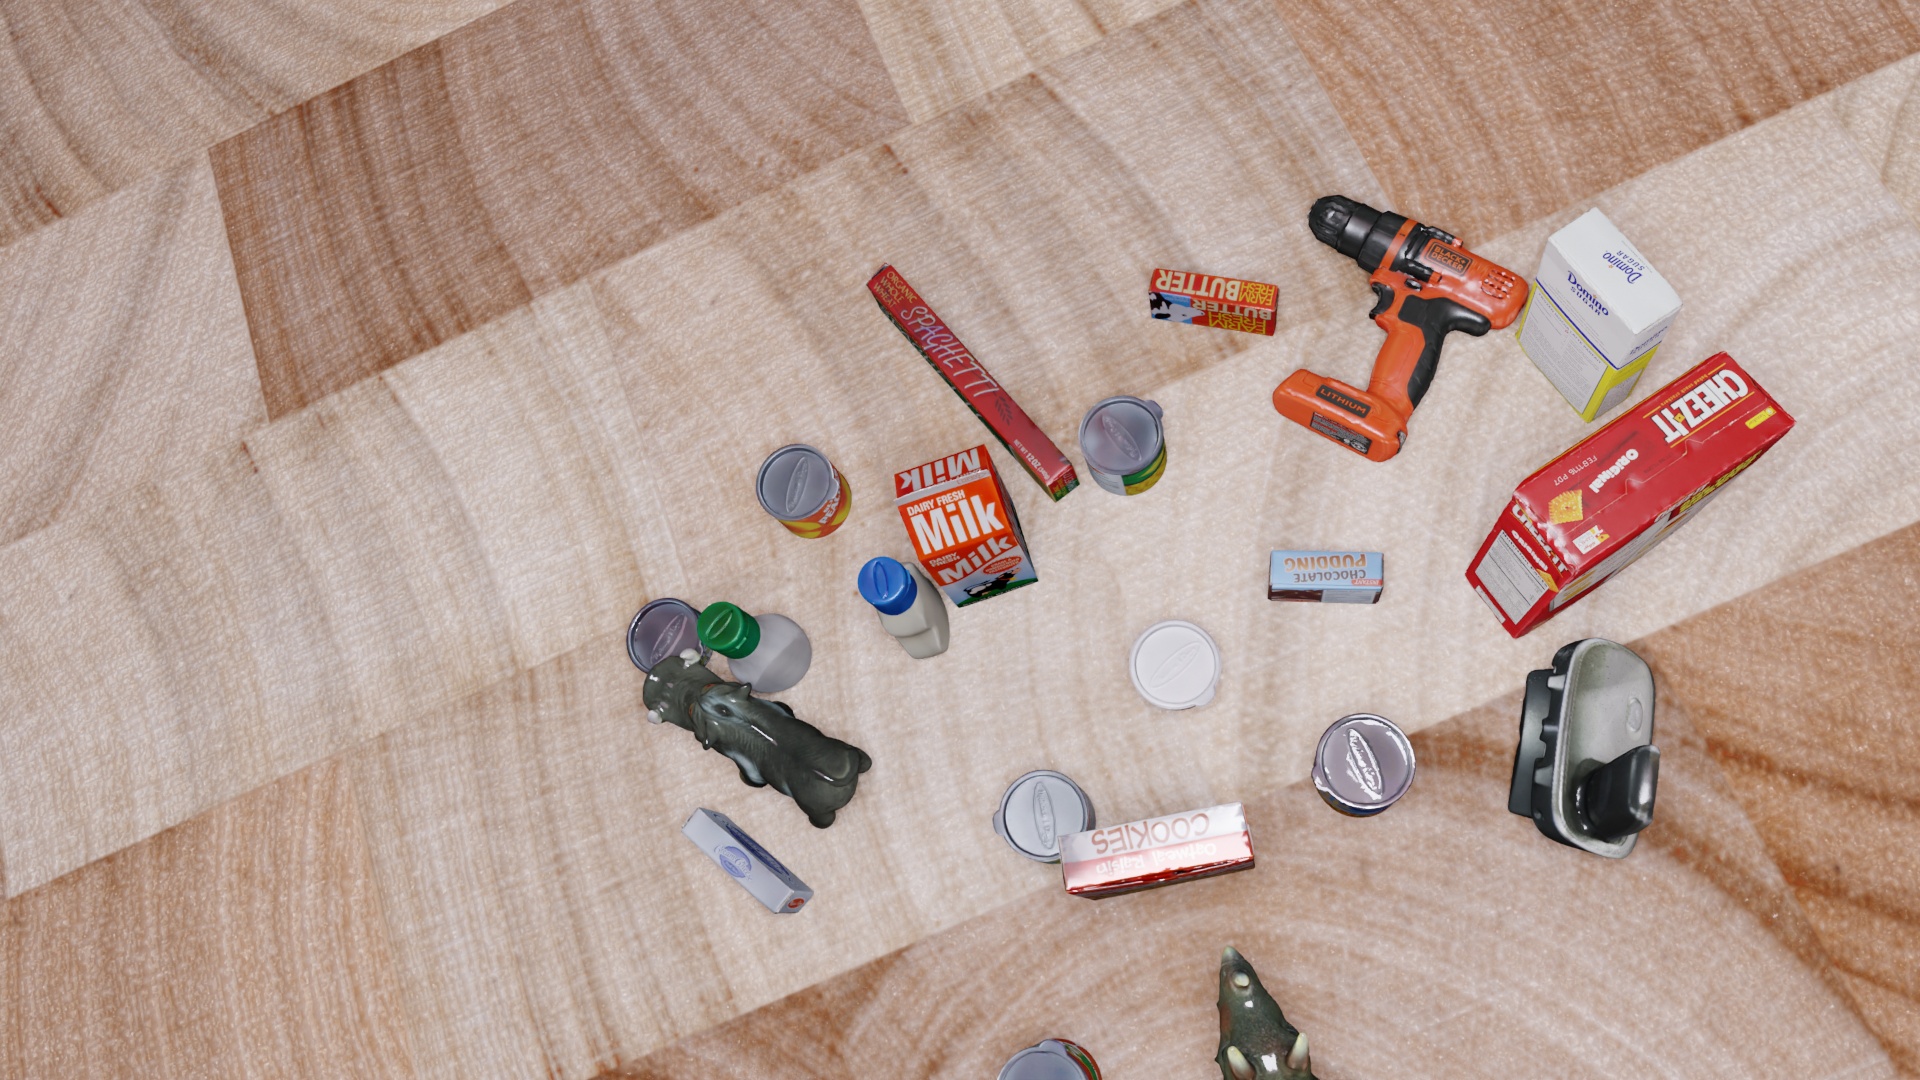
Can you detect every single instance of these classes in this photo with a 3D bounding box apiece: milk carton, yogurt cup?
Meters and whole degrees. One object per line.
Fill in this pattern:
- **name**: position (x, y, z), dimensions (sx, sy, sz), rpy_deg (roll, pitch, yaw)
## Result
- **milk carton**: position (0.004, -0.013, 1.046), dimensions (0.072, 0.190, 0.073), rpy_deg (-19, 71, 6)
- **yogurt cup**: position (0.164, 0.098, 1.052), dimensions (0.072, 0.054, 0.072), rpy_deg (-3, 73, 11)

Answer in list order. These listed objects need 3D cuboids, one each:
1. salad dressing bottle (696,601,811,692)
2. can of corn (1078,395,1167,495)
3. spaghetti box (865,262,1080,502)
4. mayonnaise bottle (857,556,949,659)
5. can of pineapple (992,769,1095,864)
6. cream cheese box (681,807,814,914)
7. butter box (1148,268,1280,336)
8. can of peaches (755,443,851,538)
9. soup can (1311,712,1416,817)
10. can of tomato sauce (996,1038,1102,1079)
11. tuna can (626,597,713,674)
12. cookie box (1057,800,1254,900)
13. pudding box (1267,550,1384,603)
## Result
- **salad dressing bottle**: position (-0.159, 0.081, 1.074), dimensions (0.044, 0.147, 0.064), rpy_deg (39, 85, 19)
- **can of corn**: position (0.133, -0.076, 1.108), dimensions (0.071, 0.058, 0.071), rpy_deg (-3, 73, 11)
- **spaghetti box**: position (0.008, -0.133, 1.155), dimensions (0.029, 0.050, 0.250), rpy_deg (-40, 70, -1)
- **mayonnaise bottle**: position (-0.043, 0.047, 1.060), dimensions (0.041, 0.148, 0.065), rpy_deg (-15, 72, 7)
- **can of pineapple**: position (0.064, 0.207, 1.038), dimensions (0.071, 0.057, 0.071), rpy_deg (-3, 73, 11)
- **cream cheese box**: position (-0.165, 0.249, 1.075), dimensions (0.104, 0.053, 0.024), rpy_deg (36, 84, 19)
- **butter box**: position (0.207, -0.194, 1.131), dimensions (0.103, 0.053, 0.024), rpy_deg (11, 77, 15)
- **can of peaches**: position (-0.127, -0.039, 1.151), dimensions (0.071, 0.058, 0.071), rpy_deg (-3, 73, 11)
- **soup can**: position (0.284, 0.163, 0.992), dimensions (0.071, 0.083, 0.071), rpy_deg (-3, 73, 11)
- **can of tomato sauce**: position (0.063, 0.384, 0.972), dimensions (0.071, 0.083, 0.071), rpy_deg (-3, 73, 11)
- **tuna can**: position (-0.237, 0.084, 1.150), dimensions (0.071, 0.032, 0.071), rpy_deg (-3, 73, 11)
- **cookie box**: position (0.140, 0.218, 0.961), dimensions (0.123, 0.167, 0.040), rpy_deg (-13, 72, 8)
- **pudding box**: position (0.276, 0.028, 1.052), dimensions (0.084, 0.049, 0.030), rpy_deg (1, 74, 12)
